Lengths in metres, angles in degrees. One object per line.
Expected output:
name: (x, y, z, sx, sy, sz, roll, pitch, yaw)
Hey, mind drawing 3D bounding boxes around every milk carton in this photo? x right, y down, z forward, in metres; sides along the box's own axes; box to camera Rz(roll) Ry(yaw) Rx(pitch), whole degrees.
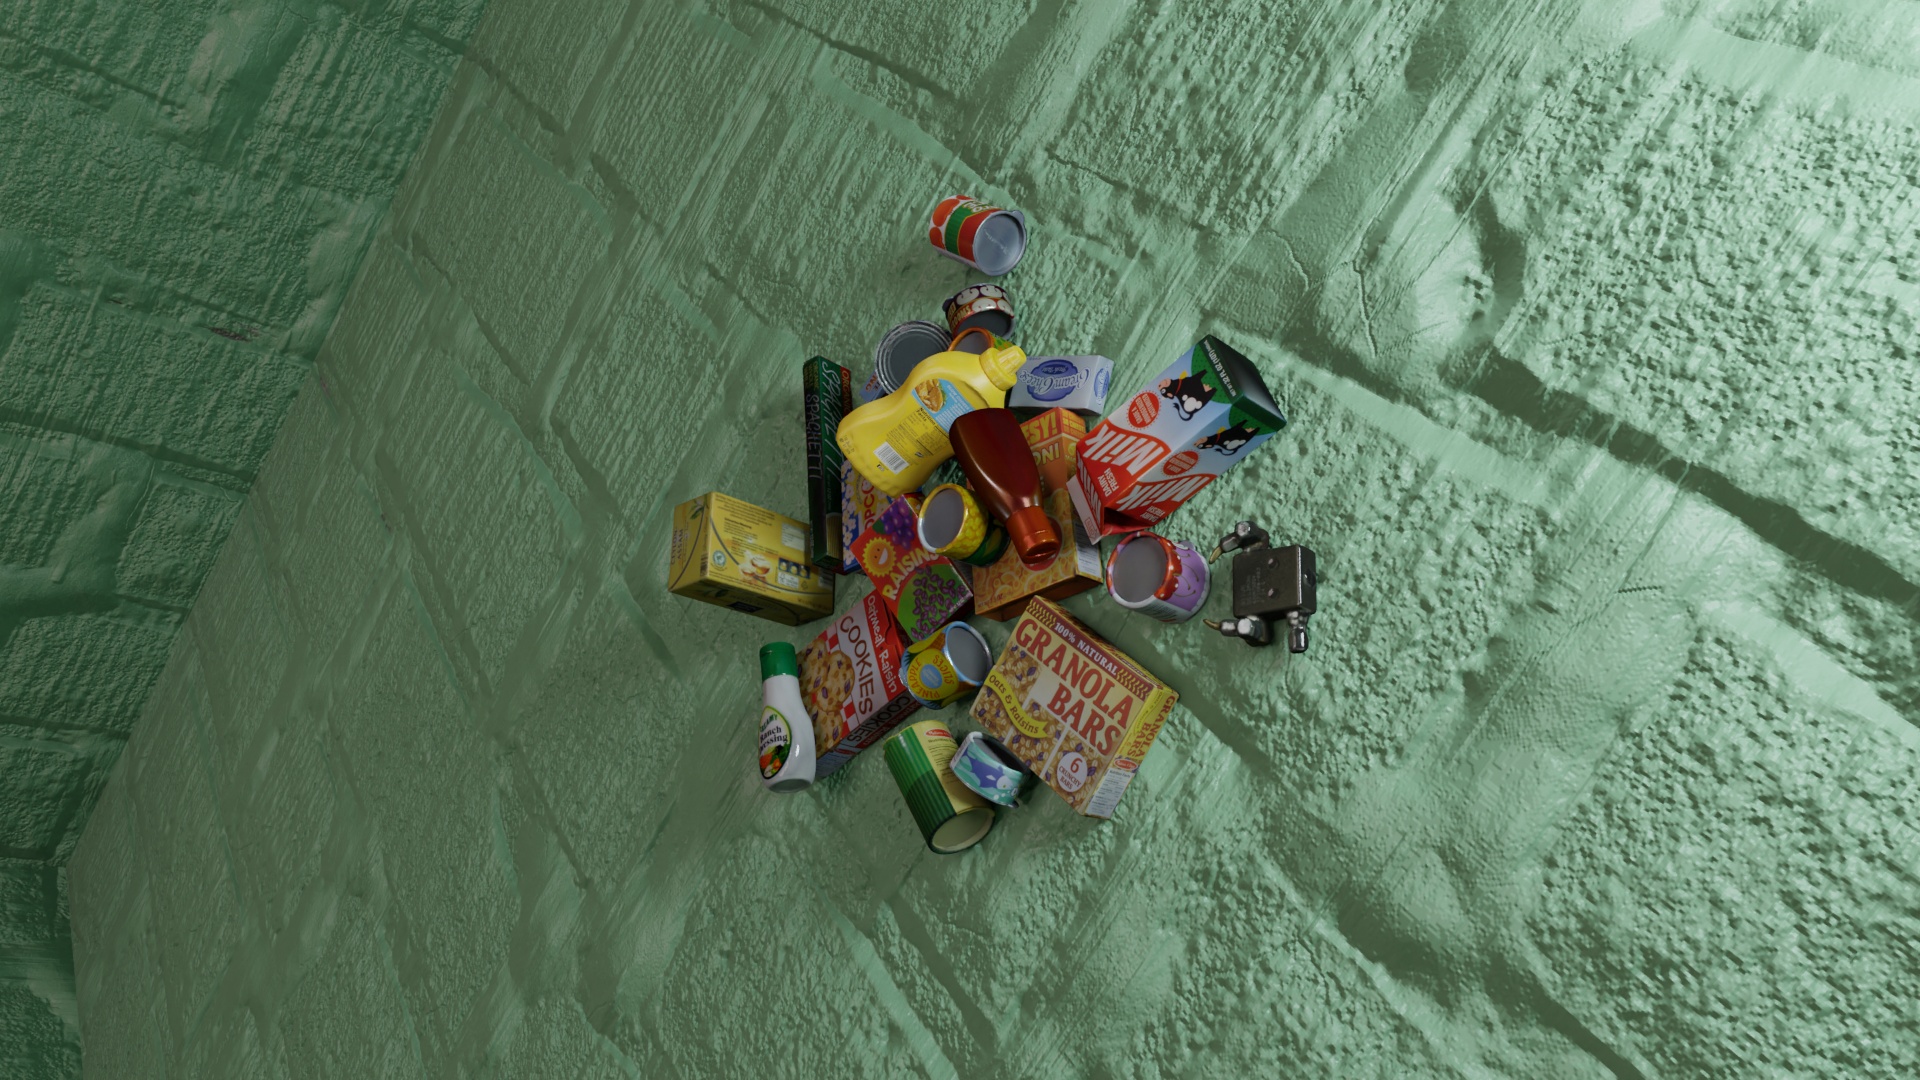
milk carton: (0.168, -0.077, 1.162, 0.190, 0.073, 0.072, -39, 52, 27)

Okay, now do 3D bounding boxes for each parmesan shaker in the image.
parmesan shaker: (-0.022, 0.221, 1.242, 0.071, 0.071, 0.103, -50, 46, 20)

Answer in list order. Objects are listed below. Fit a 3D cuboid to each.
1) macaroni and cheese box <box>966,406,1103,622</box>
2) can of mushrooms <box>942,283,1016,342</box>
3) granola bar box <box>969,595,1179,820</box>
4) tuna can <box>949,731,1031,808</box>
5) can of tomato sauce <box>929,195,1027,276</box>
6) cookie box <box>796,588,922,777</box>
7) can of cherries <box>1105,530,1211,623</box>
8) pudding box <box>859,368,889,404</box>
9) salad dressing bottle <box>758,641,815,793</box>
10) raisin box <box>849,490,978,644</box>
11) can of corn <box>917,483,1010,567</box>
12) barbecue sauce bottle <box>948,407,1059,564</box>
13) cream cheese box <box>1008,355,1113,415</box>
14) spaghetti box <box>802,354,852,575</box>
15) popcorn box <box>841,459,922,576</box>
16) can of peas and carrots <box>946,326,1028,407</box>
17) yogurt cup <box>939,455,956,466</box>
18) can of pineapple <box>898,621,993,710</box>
macaroni and cheese box: (0.064, -0.023, 1.273, 0.123, 0.040, 0.167, -24, 59, 38)
can of mushrooms: (0.018, -0.220, 1.374, 0.070, 0.071, 0.033, -37, 53, 30)
granola bar box: (0.092, 0.139, 1.182, 0.166, 0.039, 0.124, 37, 101, 46)
tuna can: (0.029, 0.199, 1.205, 0.071, 0.071, 0.032, 41, 104, 46)
can of tomato sauce: (0.018, -0.313, 1.414, 0.083, 0.071, 0.071, 34, 100, 47)
cookie box: (-0.107, 0.141, 1.383, 0.167, 0.040, 0.123, -39, 50, 28)
can of cherries: (0.162, 0.028, 1.140, 0.071, 0.058, 0.072, -18, 63, 40)
pudding box: (-0.062, -0.172, 1.453, 0.083, 0.049, 0.030, -56, 43, 14)
salad dressing bottle: (-0.176, 0.174, 1.379, 0.064, 0.044, 0.148, -34, 53, 36)
raisin box: (-0.039, 0.027, 1.328, 0.085, 0.040, 0.123, -44, 72, 26)
can of corn: (0.004, -0.016, 1.258, 0.071, 0.058, 0.071, -18, 64, 42)
barbecue sauce bottle: (0.043, -0.049, 1.231, 0.043, 0.065, 0.149, 112, 141, -52)
cream cheese box: (0.094, -0.145, 1.303, 0.104, 0.024, 0.053, 6, 81, 47)
spaghetti box: (-0.140, -0.085, 1.498, 0.028, 0.050, 0.251, -25, 58, 35)
popcorn box: (-0.081, -0.036, 1.427, 0.085, 0.038, 0.127, -24, 59, 36)
can of peas and carrots: (0.026, -0.171, 1.356, 0.071, 0.059, 0.071, -18, 63, 40)
yogurt cup: (-0.027, -0.105, 1.382, 0.054, 0.072, 0.072, -20, 61, 30)
can of pineapple: (-0.013, 0.115, 1.276, 0.057, 0.071, 0.071, -33, 54, 33)
